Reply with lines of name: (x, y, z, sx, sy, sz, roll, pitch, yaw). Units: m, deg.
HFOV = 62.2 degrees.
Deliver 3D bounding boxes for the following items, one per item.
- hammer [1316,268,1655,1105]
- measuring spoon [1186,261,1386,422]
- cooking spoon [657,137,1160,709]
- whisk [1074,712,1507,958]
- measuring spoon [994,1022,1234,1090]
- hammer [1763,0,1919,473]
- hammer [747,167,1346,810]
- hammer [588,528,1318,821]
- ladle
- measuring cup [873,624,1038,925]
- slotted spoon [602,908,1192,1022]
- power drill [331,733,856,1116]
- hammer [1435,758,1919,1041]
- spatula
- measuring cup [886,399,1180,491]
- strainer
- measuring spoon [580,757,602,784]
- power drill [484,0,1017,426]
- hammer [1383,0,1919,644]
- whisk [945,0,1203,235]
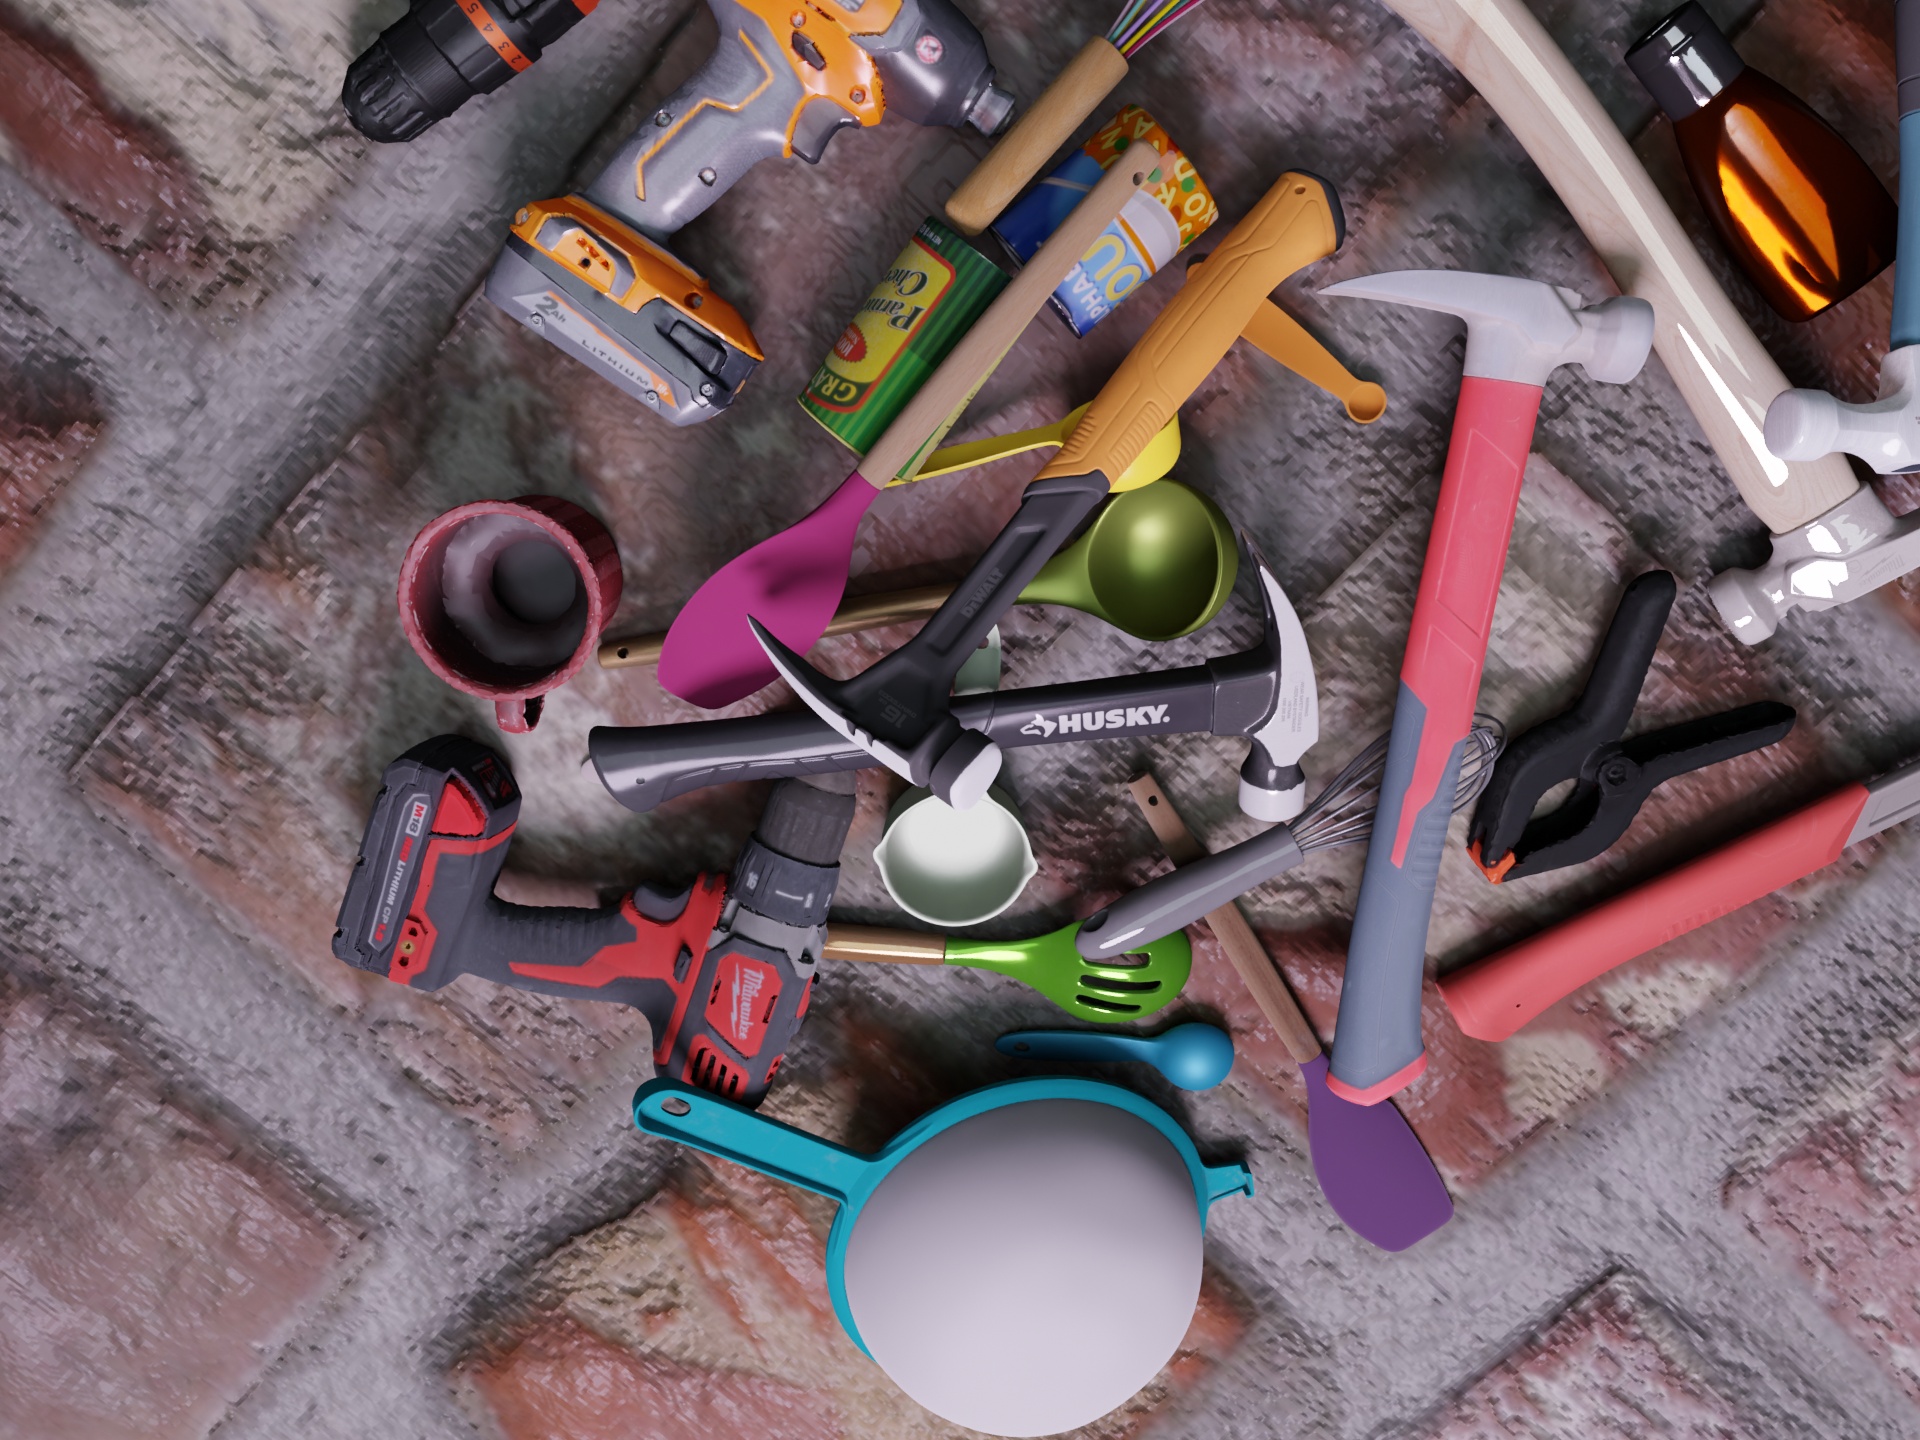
hammer: (0.205, -0.009, 0.738, 0.143, 0.038, 0.386, 9, 101, 1)
measuring spoon: (0.156, -0.182, 0.764, 0.117, 0.011, 0.021, 36, 103, -5)
cooking spoon: (-0.024, -0.126, 0.702, 0.319, 0.017, 0.068, -48, 134, 12)
whisk: (0.164, 0.059, 0.796, 0.239, 0.055, 0.055, -27, 103, 3)
measuring spoon: (0.082, 0.181, 0.847, 0.128, 0.021, 0.042, 2, 122, 2)
hammer: (0.412, -0.269, 0.674, 0.128, 0.033, 0.331, 4, 87, -6)
hammer: (0.055, -0.122, 0.704, 0.127, 0.034, 0.337, 35, 77, 22)
hammer: (-0.001, -0.002, 0.732, 0.334, 0.035, 0.146, -6, 125, -3)
ladle: (-0.026, -0.057, 0.774, 0.320, 0.062, 0.078, -9, 88, 6)
measuring cup: (0.002, 0.021, 0.792, 0.083, 0.038, 0.167, 5, 112, -4)
slotted spoon: (-0.034, 0.120, 0.834, 0.314, 0.031, 0.070, 5, 114, 1)
power drill: (-0.171, 0.077, 0.788, 0.226, 0.080, 0.188, 20, 98, -2)
hammer: (0.407, 0.060, 0.798, 0.359, 0.037, 0.149, -28, 117, 9)
spatula: (0.171, 0.159, 0.846, 0.060, 0.018, 0.315, -32, 103, 1)
measuring cup: (0.030, -0.122, 0.765, 0.156, 0.062, 0.029, -10, 126, 15)
strainer: (-0.009, 0.266, 0.789, 0.340, 0.095, 0.211, 29, 104, -25)
measuring spoon: (-0.135, 0.020, 0.813, 0.124, 0.018, 0.034, -7, 105, 3)
power drill: (-0.091, -0.247, 0.713, 0.164, 0.084, 0.226, 33, 99, -9)
hammer: (0.308, -0.226, 0.711, 0.146, 0.038, 0.410, -34, 101, 32)
whisk: (0.080, -0.311, 0.701, 0.047, 0.051, 0.245, 44, 94, 18)
